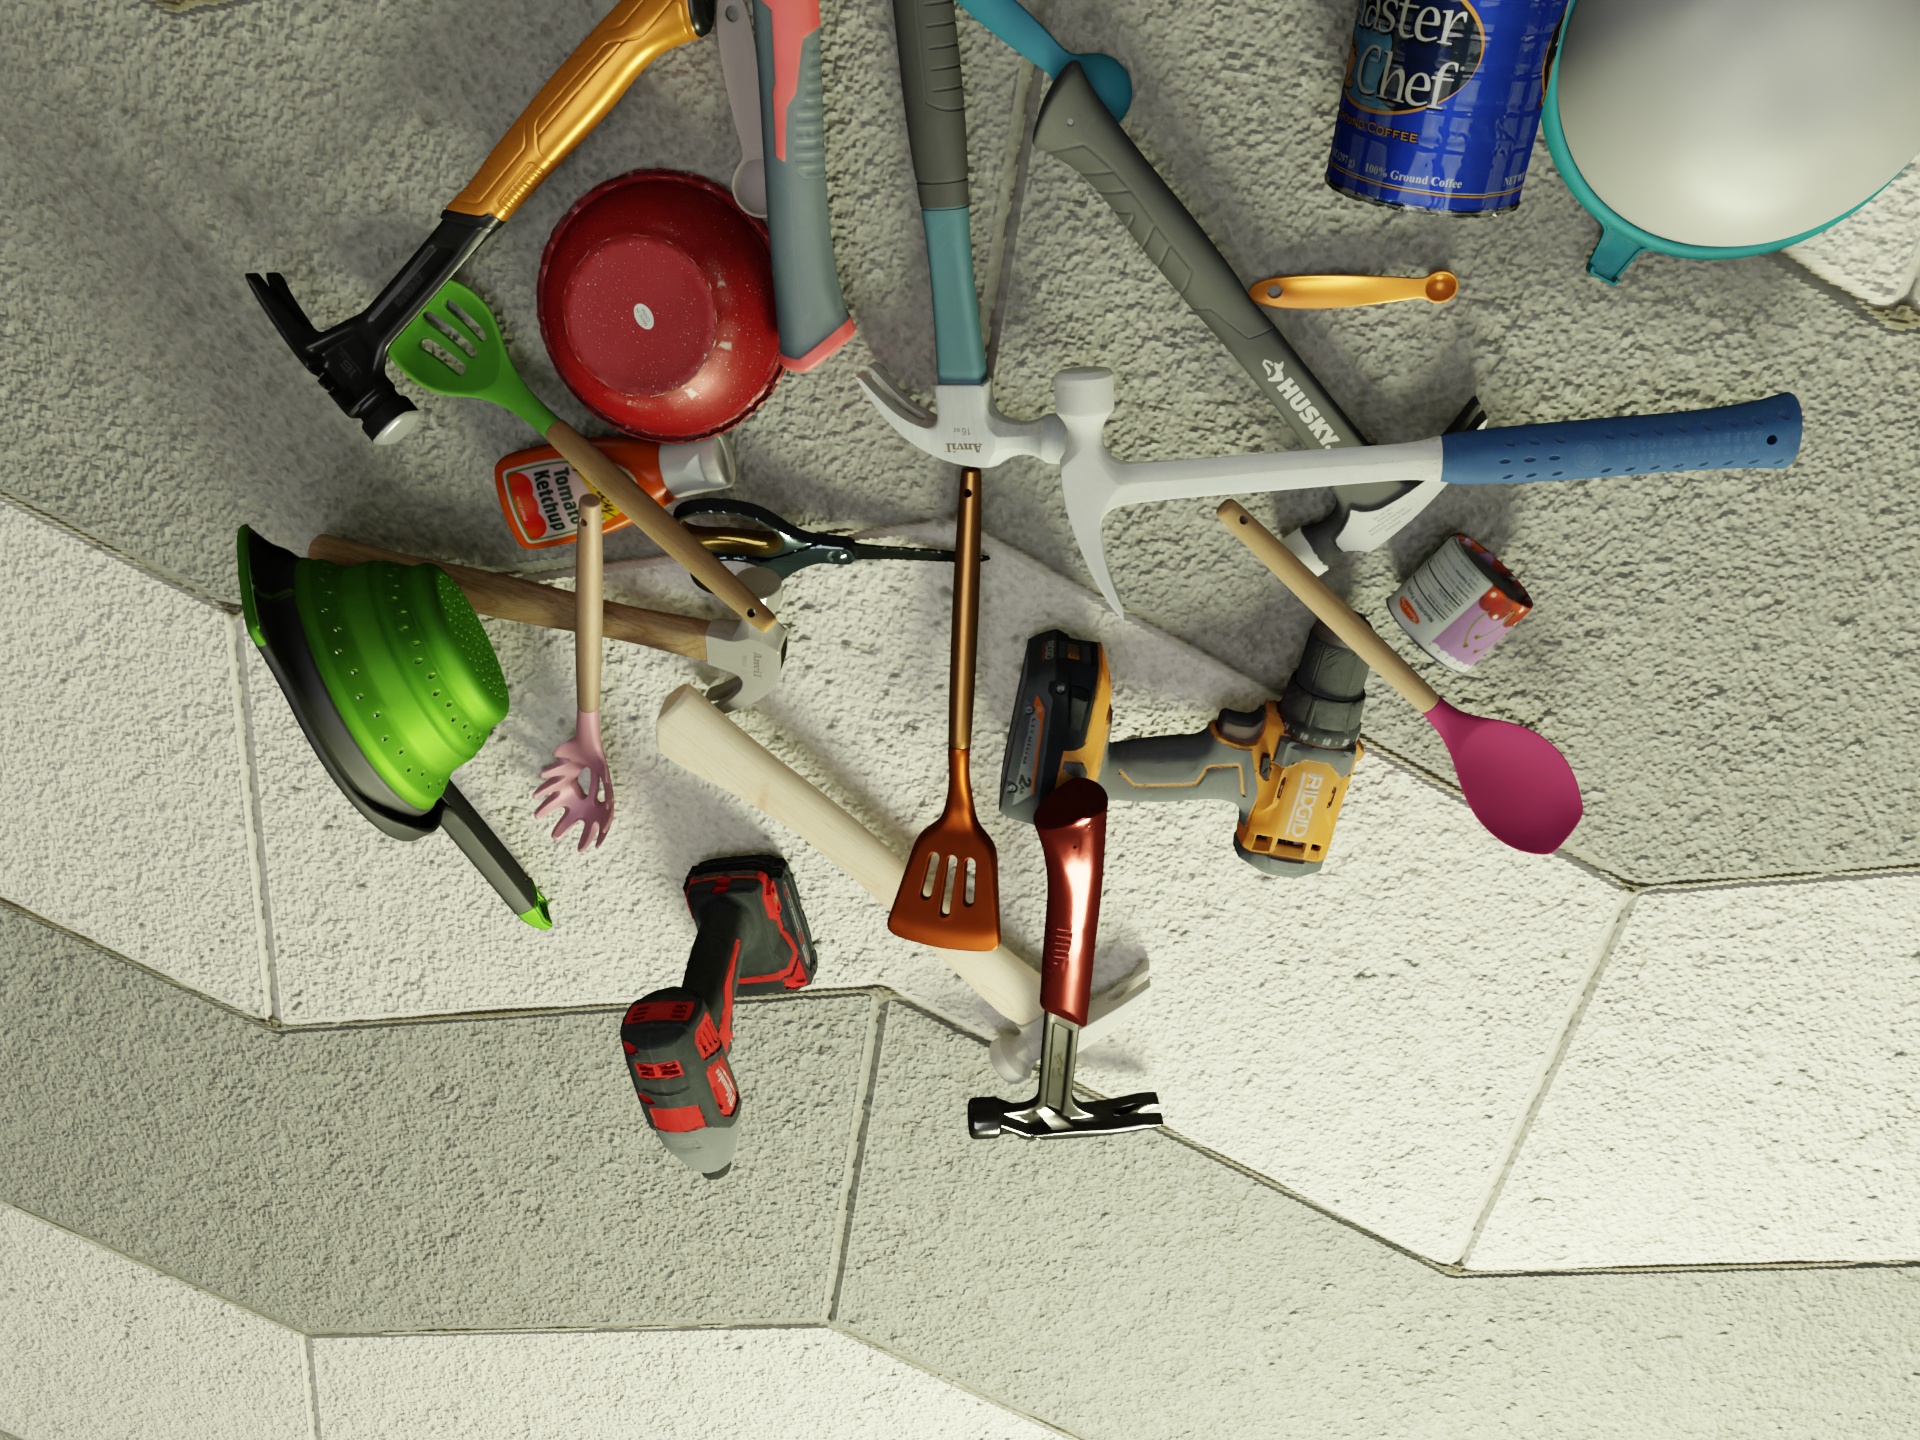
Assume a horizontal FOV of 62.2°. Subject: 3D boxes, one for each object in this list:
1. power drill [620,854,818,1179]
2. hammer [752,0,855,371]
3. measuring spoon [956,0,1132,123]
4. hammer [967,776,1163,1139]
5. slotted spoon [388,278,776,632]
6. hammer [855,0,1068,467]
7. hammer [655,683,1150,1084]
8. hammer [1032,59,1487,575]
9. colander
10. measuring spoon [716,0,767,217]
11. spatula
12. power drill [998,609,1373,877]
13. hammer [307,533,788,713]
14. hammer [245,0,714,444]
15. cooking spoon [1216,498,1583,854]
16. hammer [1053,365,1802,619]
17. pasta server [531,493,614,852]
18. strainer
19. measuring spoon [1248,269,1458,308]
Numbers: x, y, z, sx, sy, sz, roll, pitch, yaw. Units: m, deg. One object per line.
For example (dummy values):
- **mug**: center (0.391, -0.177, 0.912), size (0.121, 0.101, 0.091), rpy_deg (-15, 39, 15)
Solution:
- **power drill**: center (-0.168, 0.205, 1.114), size (0.078, 0.220, 0.143), rpy_deg (-6, 119, 12)
- **hammer**: center (-0.107, -0.376, 0.838), size (0.143, 0.038, 0.386), rpy_deg (1, 121, 2)
- **measuring spoon**: center (0.038, -0.367, 0.862), size (0.128, 0.021, 0.042), rpy_deg (36, 119, -11)
- **hammer**: center (0.083, 0.179, 1.102), size (0.149, 0.037, 0.358), rpy_deg (-3, 132, -5)
- **slotted spoon**: center (-0.233, -0.161, 0.980), size (0.314, 0.031, 0.070), rpy_deg (42, 107, 3)
- **hammer**: center (-0.009, -0.303, 0.892), size (0.128, 0.033, 0.330), rpy_deg (4, 119, 19)
- **hammer**: center (-0.043, 0.108, 1.124), size (0.146, 0.038, 0.410), rpy_deg (-38, 114, 24)
- **hammer**: center (0.160, -0.232, 0.903), size (0.146, 0.035, 0.334), rpy_deg (-34, 115, 25)
- **colander**: center (-0.333, 0.016, 1.070), size (0.094, 0.205, 0.396), rpy_deg (-25, 140, -3)
- **measuring spoon**: center (-0.120, -0.351, 0.905), size (0.034, 0.018, 0.124), rpy_deg (-3, 113, 11)
- **spatula**: center (-0.002, -0.003, 1.040), size (0.081, 0.041, 0.322), rpy_deg (8, 111, 15)
- **power drill**: center (0.150, 0.001, 1.032), size (0.226, 0.084, 0.185), rpy_deg (10, 119, -2)
- **hammer**: center (-0.277, -0.075, 1.065), size (0.331, 0.031, 0.130), rpy_deg (12, 138, 6)
- **hammer**: center (-0.271, -0.314, 0.919), size (0.337, 0.034, 0.127), rpy_deg (-38, 93, 20)
- **cooking spoon**: center (0.272, -0.027, 0.978), size (0.318, 0.017, 0.069), rpy_deg (41, 87, -15)
- **hammer**: center (0.259, -0.142, 0.900), size (0.405, 0.035, 0.144), rpy_deg (-4, 110, 4)
- **pasta server**: center (-0.252, -0.024, 1.059), size (0.060, 0.040, 0.316), rpy_deg (25, 138, 9)
- **strainer**: center (0.465, -0.339, 0.772), size (0.340, 0.095, 0.210), rpy_deg (-13, 117, 17)
- **measuring spoon**: center (0.225, -0.249, 0.913), size (0.117, 0.011, 0.021), rpy_deg (1, 132, 12)
